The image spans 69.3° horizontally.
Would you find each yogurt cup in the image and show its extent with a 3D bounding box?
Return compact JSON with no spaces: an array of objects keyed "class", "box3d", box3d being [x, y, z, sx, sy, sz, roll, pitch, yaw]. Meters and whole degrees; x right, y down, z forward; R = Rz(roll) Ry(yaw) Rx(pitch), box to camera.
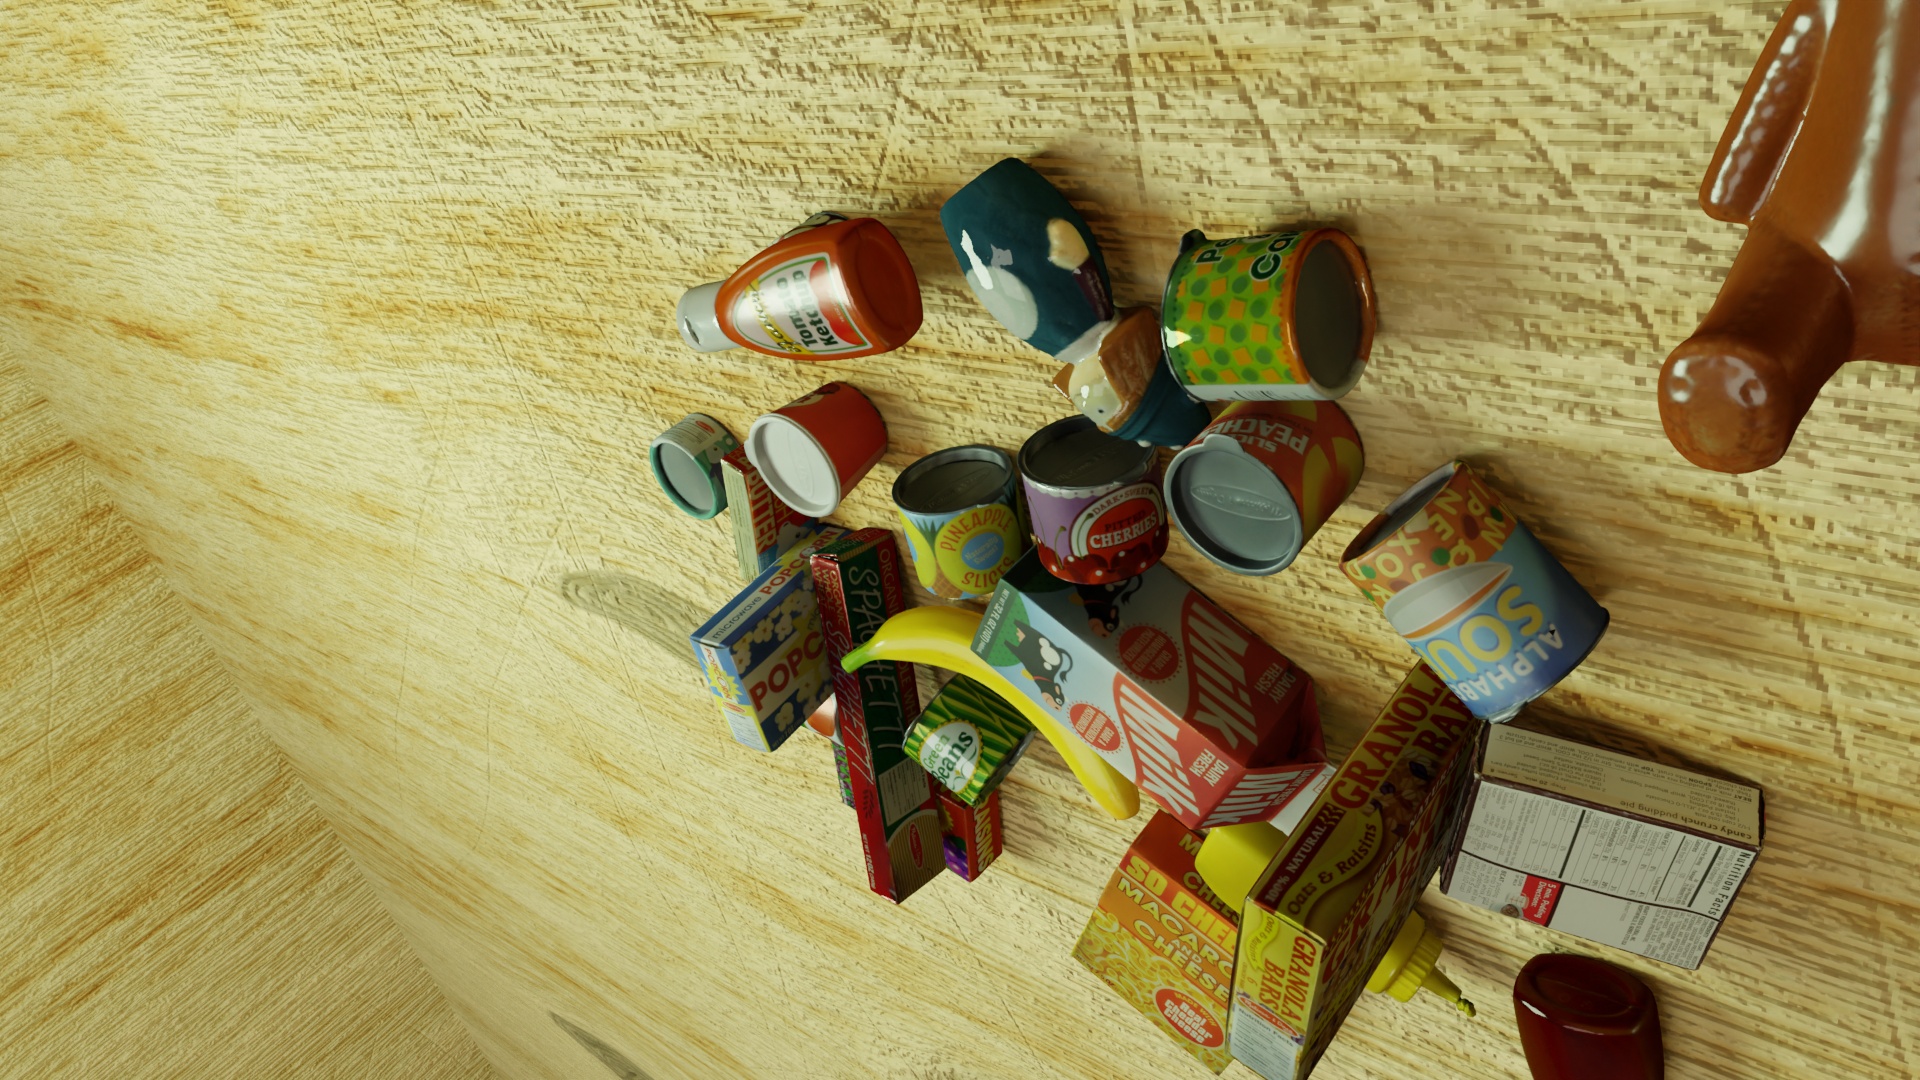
[{"class":"yogurt cup","box3d":[-0.079,-0.055,0.801,0.072,0.054,0.072,28,140,26]}]

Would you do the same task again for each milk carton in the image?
[{"class":"milk carton","box3d":[0.106,0.076,0.711,0.191,0.074,0.072,39,144,13]}]

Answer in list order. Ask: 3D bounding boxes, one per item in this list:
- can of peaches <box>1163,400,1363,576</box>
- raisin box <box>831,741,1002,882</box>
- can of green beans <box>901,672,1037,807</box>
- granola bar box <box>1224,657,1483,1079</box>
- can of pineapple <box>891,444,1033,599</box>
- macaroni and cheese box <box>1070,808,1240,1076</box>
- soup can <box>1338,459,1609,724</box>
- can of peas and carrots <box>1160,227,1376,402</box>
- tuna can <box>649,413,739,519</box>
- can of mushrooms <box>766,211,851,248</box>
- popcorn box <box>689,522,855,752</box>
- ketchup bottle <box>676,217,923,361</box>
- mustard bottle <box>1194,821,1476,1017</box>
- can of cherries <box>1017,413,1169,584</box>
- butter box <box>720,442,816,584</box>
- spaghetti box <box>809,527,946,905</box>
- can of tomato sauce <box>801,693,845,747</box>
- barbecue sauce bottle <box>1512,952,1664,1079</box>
[{"class":"can of peaches","box3d":[0.131,-0.029,0.598,0.071,0.058,0.070,28,140,27]},{"class":"raisin box","box3d":[-0.031,0.176,0.983,0.123,0.040,0.085,26,138,31]},{"class":"can of green beans","box3d":[0.006,0.123,0.868,0.058,0.071,0.071,38,144,15]},{"class":"granola bar box","box3d":[0.178,0.147,0.620,0.039,0.166,0.123,26,139,30]},{"class":"can of pineapple","box3d":[0.003,-0.009,0.745,0.071,0.071,0.057,14,134,39]},{"class":"macaroni and cheese box","box3d":[0.144,0.253,0.867,0.124,0.040,0.165,36,144,18]},{"class":"soup can","box3d":[0.203,0.021,0.556,0.084,0.072,0.071,47,145,2]},{"class":"can of peas and carrots","box3d":[0.121,-0.090,0.545,0.058,0.071,0.070,5,126,44]},{"class":"tuna can","box3d":[-0.174,-0.047,0.929,0.071,0.033,0.070,28,140,27]},{"class":"can of mushrooms","box3d":[-0.069,-0.136,0.731,0.071,0.034,0.070,26,138,26]},{"class":"popcorn box","box3d":[-0.104,0.060,0.873,0.038,0.127,0.085,10,130,38]},{"class":"ketchup bottle","box3d":[-0.086,-0.119,0.697,0.148,0.044,0.064,0,123,46]},{"class":"mustard bottle","box3d":[0.205,0.202,0.746,0.160,0.049,0.065,35,143,18]},{"class":"can of cherries","box3d":[0.066,-0.019,0.667,0.071,0.072,0.058,17,134,37]},{"class":"butter box","box3d":[-0.119,-0.021,0.878,0.024,0.053,0.103,29,140,30]},{"class":"spaghetti box","box3d":[-0.050,0.114,0.890,0.028,0.050,0.249,11,118,42]},{"class":"can of tomato sauce","box3d":[-0.094,0.097,0.951,0.083,0.071,0.070,19,136,34]},{"class":"barbecue sauce bottle","box3d":[0.320,0.275,0.698,0.065,0.044,0.148,8,129,43]}]
